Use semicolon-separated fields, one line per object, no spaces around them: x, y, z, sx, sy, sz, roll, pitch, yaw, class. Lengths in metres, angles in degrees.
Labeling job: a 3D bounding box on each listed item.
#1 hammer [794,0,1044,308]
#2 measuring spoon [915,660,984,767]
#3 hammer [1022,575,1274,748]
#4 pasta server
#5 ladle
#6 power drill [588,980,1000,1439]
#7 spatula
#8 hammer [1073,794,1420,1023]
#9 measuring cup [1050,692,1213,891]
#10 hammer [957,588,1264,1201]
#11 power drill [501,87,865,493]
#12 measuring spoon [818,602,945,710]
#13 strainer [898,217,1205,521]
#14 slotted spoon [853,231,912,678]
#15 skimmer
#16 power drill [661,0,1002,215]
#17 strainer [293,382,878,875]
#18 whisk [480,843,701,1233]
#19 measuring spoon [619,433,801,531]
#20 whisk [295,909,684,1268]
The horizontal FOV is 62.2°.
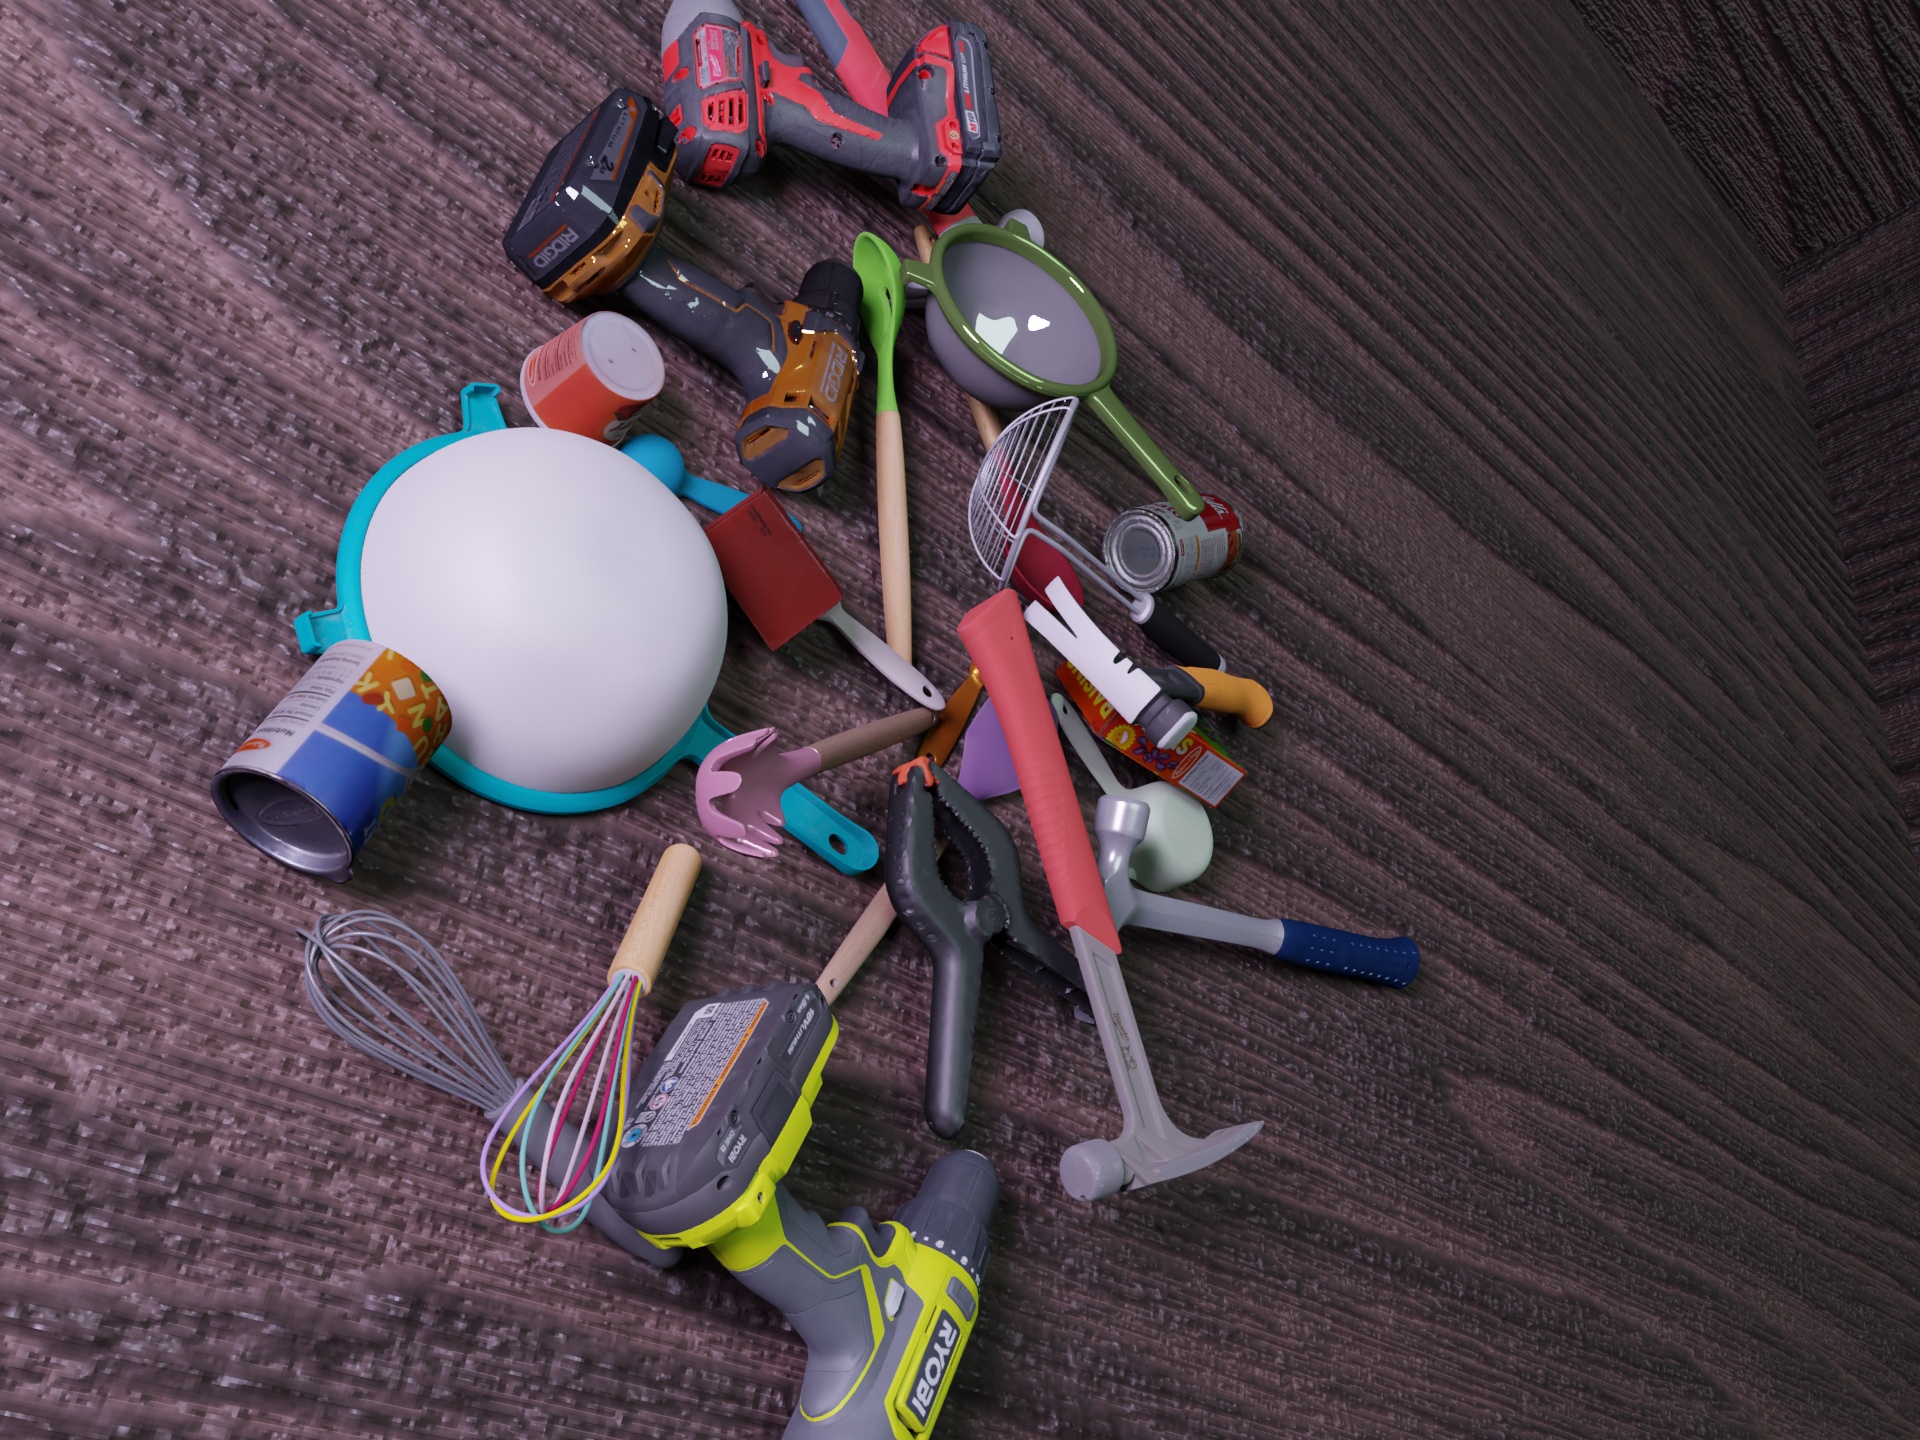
-0.092;-0.477;1.136;0.143;0.038;0.386;-33;92;-33;hammer
-0.002;-0.003;1.027;0.021;0.011;0.117;49;44;-18;measuring spoon
0.154;-0.028;1.109;0.127;0.034;0.336;47;16;19;hammer
-0.064;0.018;0.858;0.316;0.040;0.060;-22;109;-70;pasta server
0.019;-0.217;1.143;0.069;0.031;0.315;-4;72;-52;ladle
-0.063;0.238;0.778;0.228;0.080;0.191;59;37;-25;power drill
-0.010;0.069;0.977;0.059;0.018;0.316;45;43;-6;spatula
0.216;0.159;1.134;0.405;0.035;0.144;17;82;-45;hammer
0.121;0.044;1.109;0.167;0.038;0.083;55;42;-14;measuring cup
0.074;0.093;0.949;0.149;0.036;0.359;-4;72;-43;hammer
-0.146;-0.268;0.961;0.226;0.084;0.185;39;44;-32;power drill
-0.053;-0.051;0.976;0.124;0.018;0.034;41;43;-9;measuring spoon
0.064;-0.224;1.092;0.256;0.069;0.151;49;43;2;strainer
-0.046;-0.175;1.041;0.031;0.070;0.314;1;74;-18;slotted spoon
0.119;-0.096;1.089;0.362;0.090;0.127;32;77;-49;skimmer
-0.090;-0.418;1.056;0.219;0.078;0.143;-1;75;-26;power drill
-0.148;-0.028;0.825;0.340;0.095;0.211;40;47;-24;strainer
-0.155;0.136;0.734;0.051;0.047;0.245;48;26;-21;whisk
-0.141;-0.137;0.939;0.128;0.021;0.042;19;59;-38;measuring spoon
-0.205;0.170;0.711;0.238;0.055;0.055;51;43;-22;whisk
